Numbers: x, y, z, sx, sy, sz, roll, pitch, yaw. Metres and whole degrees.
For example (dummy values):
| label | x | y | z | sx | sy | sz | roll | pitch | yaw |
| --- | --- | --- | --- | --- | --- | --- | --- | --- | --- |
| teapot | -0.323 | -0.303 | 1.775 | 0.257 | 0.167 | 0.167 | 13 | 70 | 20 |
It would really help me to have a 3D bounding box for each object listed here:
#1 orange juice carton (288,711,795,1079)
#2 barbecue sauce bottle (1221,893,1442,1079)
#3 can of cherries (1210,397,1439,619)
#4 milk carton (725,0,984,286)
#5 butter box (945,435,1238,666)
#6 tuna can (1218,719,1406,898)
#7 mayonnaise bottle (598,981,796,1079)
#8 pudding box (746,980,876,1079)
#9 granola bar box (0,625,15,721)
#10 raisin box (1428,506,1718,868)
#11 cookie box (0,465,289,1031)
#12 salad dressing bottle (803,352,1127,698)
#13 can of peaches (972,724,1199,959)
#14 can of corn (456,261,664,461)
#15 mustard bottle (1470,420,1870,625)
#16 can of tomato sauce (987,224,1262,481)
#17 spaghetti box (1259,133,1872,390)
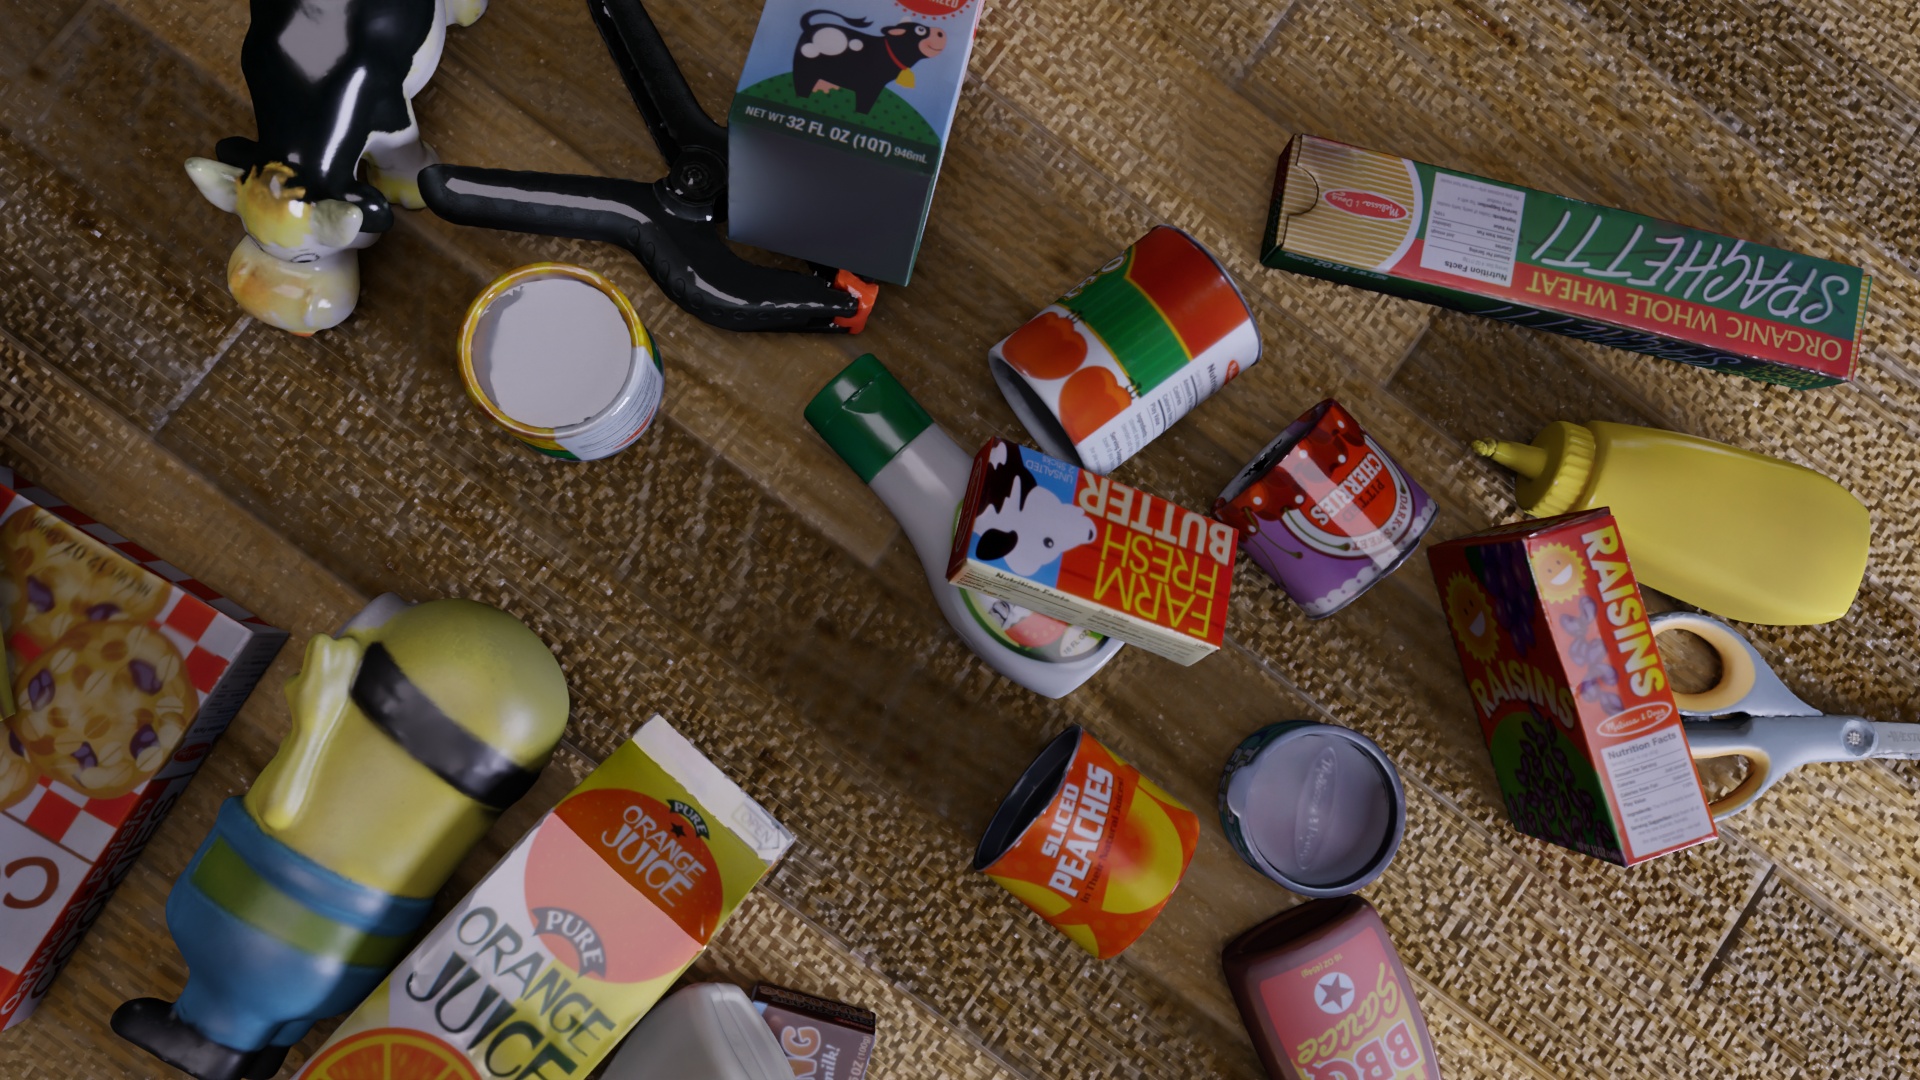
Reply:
| label | x | y | z | sx | sy | sz | roll | pitch | yaw |
| --- | --- | --- | --- | --- | --- | --- | --- | --- | --- |
| orange juice carton | -0.150 | 0.154 | 0.493 | 0.072 | 0.073 | 0.193 | 43 | 83 | 0 |
| barbecue sauce bottle | 0.157 | 0.215 | 0.533 | 0.065 | 0.043 | 0.148 | -23 | 89 | -7 |
| can of cherries | 0.140 | -0.013 | 0.534 | 0.071 | 0.071 | 0.058 | -44 | 91 | -7 |
| milk carton | -0.029 | -0.199 | 0.518 | 0.072 | 0.073 | 0.191 | 15 | 67 | -4 |
| butter box | 0.049 | 0.005 | 0.509 | 0.103 | 0.024 | 0.053 | 20 | 64 | -14 |
| tuna can | 0.134 | 0.103 | 0.544 | 0.071 | 0.033 | 0.071 | 0 | 86 | -5 |
| mayonnaise bottle | -0.124 | 0.224 | 0.490 | 0.148 | 0.041 | 0.065 | -43 | 60 | 9 |
| pudding box | -0.067 | 0.214 | 0.518 | 0.050 | 0.030 | 0.084 | 18 | 84 | -3 |
| granola bar box | -0.387 | -0.013 | 0.440 | 0.124 | 0.039 | 0.165 | -4 | 100 | -8 |
| raisin box | 0.230 | 0.053 | 0.531 | 0.040 | 0.086 | 0.123 | -17 | 88 | -4 |
| cookie box | -0.347 | 0.073 | 0.498 | 0.123 | 0.040 | 0.167 | 32 | 83 | -2 |
| salad dressing bottle | 0.002 | -0.007 | 0.534 | 0.064 | 0.044 | 0.147 | -44 | 90 | -13 |
| can of peaches | 0.047 | 0.112 | 0.516 | 0.058 | 0.071 | 0.071 | 38 | 84 | -3 |
| can of corn | -0.149 | -0.067 | 0.517 | 0.071 | 0.058 | 0.071 | 0 | 86 | -6 |
| mustard bottle | 0.279 | -0.015 | 0.559 | 0.160 | 0.048 | 0.065 | 20 | 82 | -3 |
| can of tomato sauce | 0.061 | -0.072 | 0.535 | 0.083 | 0.071 | 0.071 | -37 | 90 | -6 |
| spaghetti box | 0.249 | -0.113 | 0.573 | 0.250 | 0.028 | 0.050 | 12 | 85 | -4 |
